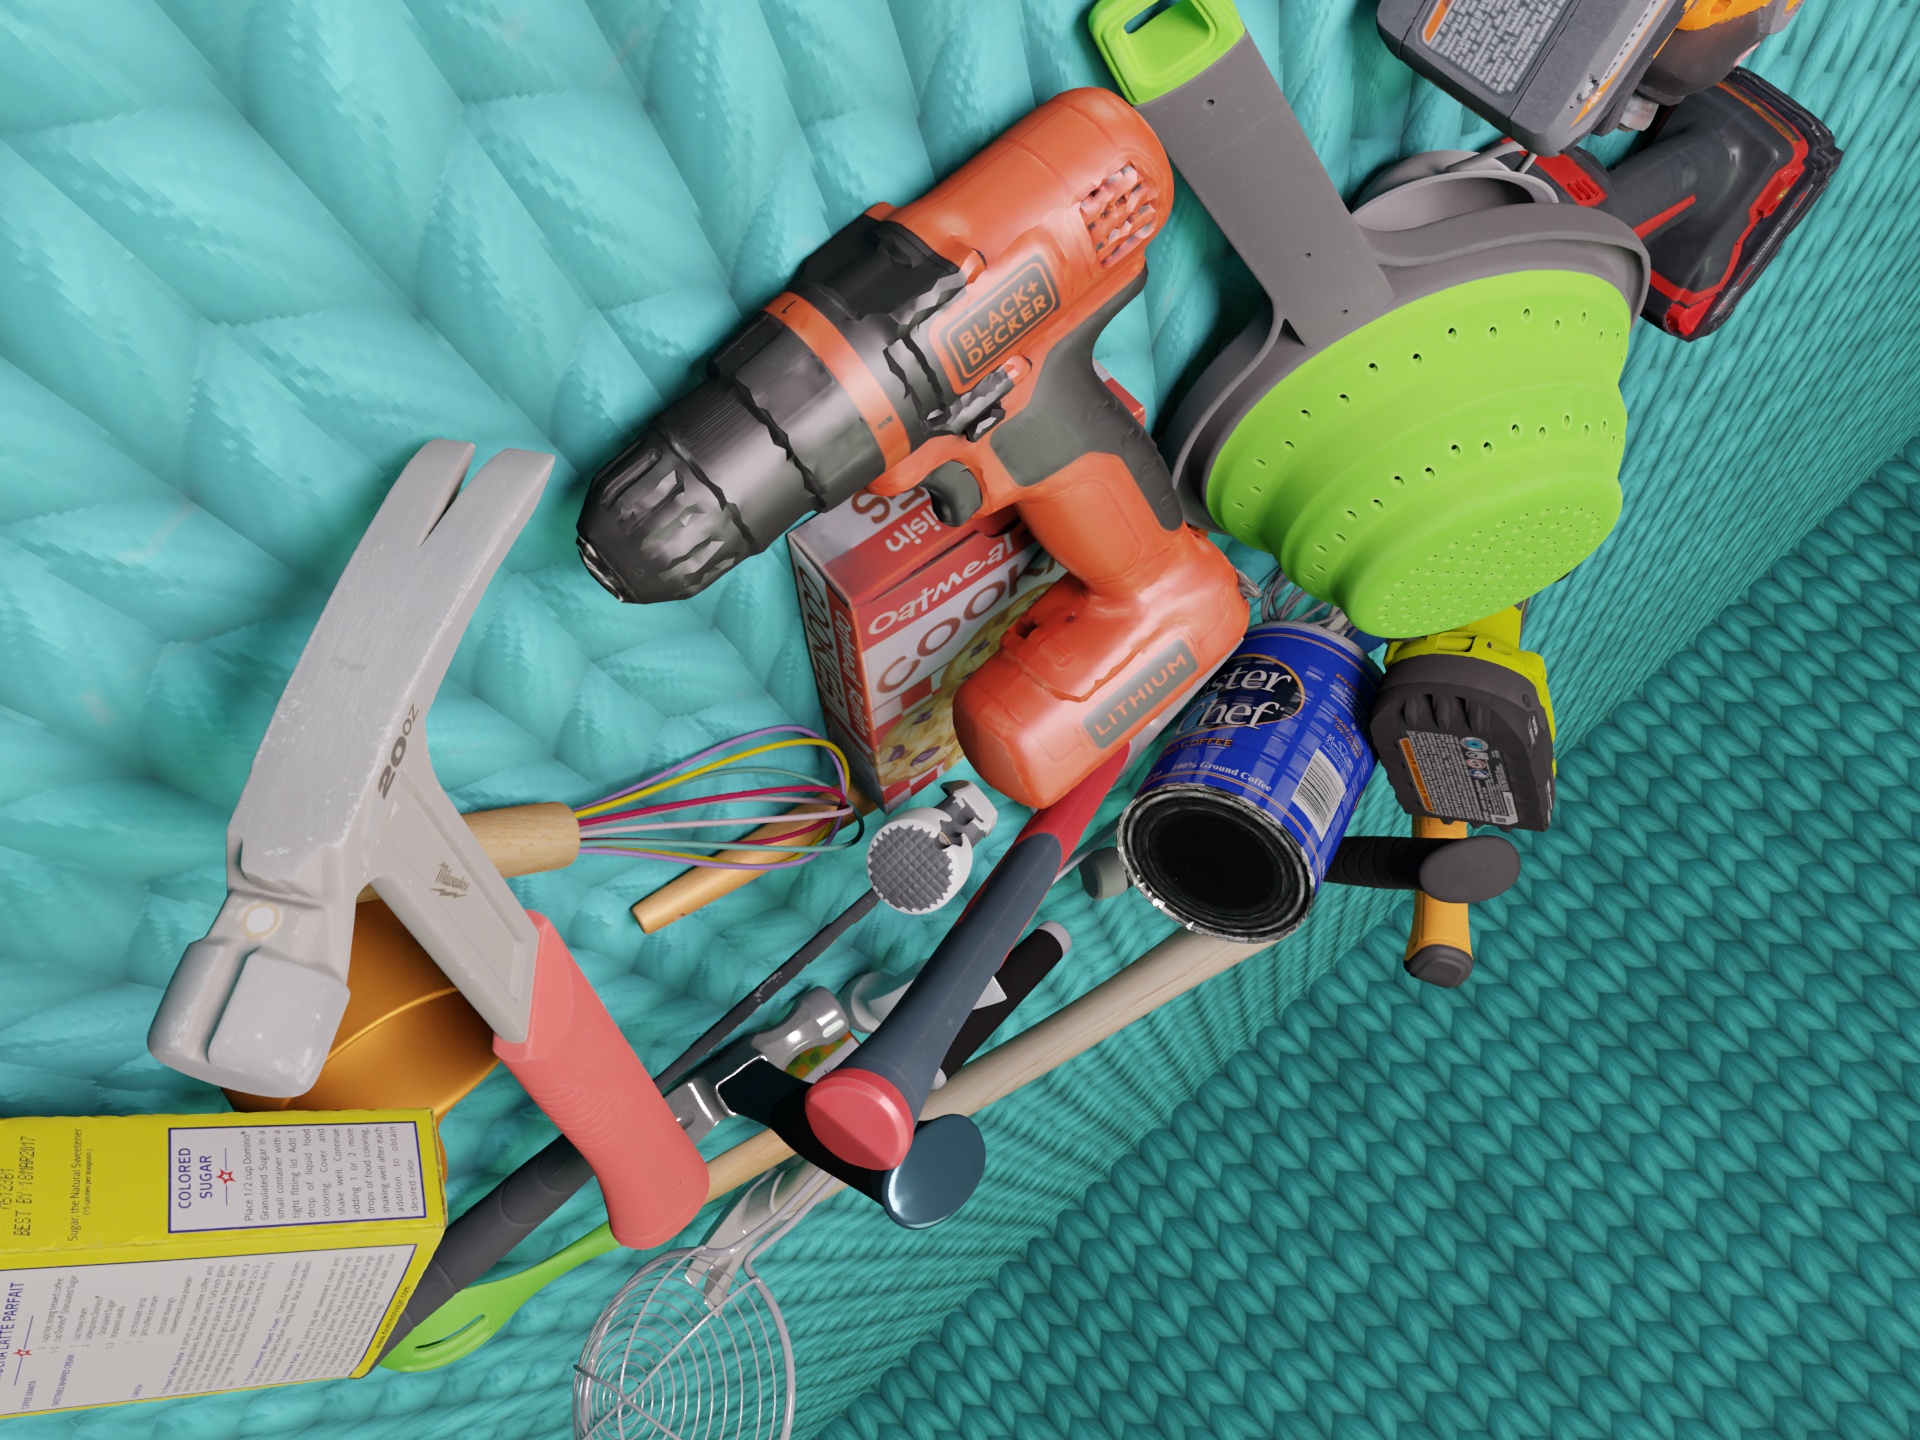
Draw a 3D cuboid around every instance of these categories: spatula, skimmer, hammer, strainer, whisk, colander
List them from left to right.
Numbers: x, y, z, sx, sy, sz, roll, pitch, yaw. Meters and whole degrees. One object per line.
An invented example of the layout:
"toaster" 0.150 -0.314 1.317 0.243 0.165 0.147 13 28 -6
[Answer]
"hammer" -0.118 0.083 0.472 0.358 0.037 0.149 87 15 -60
"whisk" -0.116 0.039 0.530 0.245 0.051 0.047 -6 144 -53
"hammer" -0.137 0.161 0.685 0.409 0.036 0.149 -42 179 15
"hammer" -0.064 0.167 0.678 0.128 0.033 0.331 -32 -174 -21
"skimmer" -0.049 0.239 0.803 0.363 0.127 0.090 -40 129 -38
"spatula" -0.001 -0.002 0.686 0.322 0.041 0.081 -30 158 -21
"hammer" 0.012 0.208 0.901 0.410 0.038 0.146 -36 -176 23
"hammer" 0.035 0.054 0.657 0.143 0.038 0.386 -51 178 26
"hammer" 0.110 0.046 0.913 0.405 0.035 0.144 -36 -177 -26
"hammer" 0.199 0.077 0.908 0.146 0.035 0.335 -14 -178 -20
"strainer" 0.167 -0.159 0.657 0.087 0.050 0.258 -2 154 -11
"colander" 0.149 -0.114 0.556 0.204 0.095 0.396 -28 156 21
"whisk" 0.253 -0.111 0.898 0.239 0.055 0.055 -39 159 -21
"hammer" 0.287 0.010 0.945 0.127 0.034 0.337 113 -5 -47

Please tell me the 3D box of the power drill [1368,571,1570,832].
"power drill" 0.289 -0.061 0.842 0.171 0.080 0.223 52 52 -49

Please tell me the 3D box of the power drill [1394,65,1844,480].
"power drill" 0.278 -0.196 0.736 0.226 0.080 0.187 -27 155 -29

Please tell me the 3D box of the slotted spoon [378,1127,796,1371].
"slotted spoon" -0.154 0.251 0.818 0.314 0.031 0.070 -25 149 -19

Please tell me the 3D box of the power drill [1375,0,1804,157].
"power drill" 0.235 -0.259 0.529 0.226 0.084 0.164 -30 157 -39

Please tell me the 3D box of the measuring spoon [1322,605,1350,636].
"measuring spoon" 0.228 -0.067 0.922 0.034 0.018 0.124 25 92 -26

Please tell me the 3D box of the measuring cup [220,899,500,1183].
"measuring cup" -0.194 0.116 0.525 0.095 0.052 0.173 -30 158 -30
